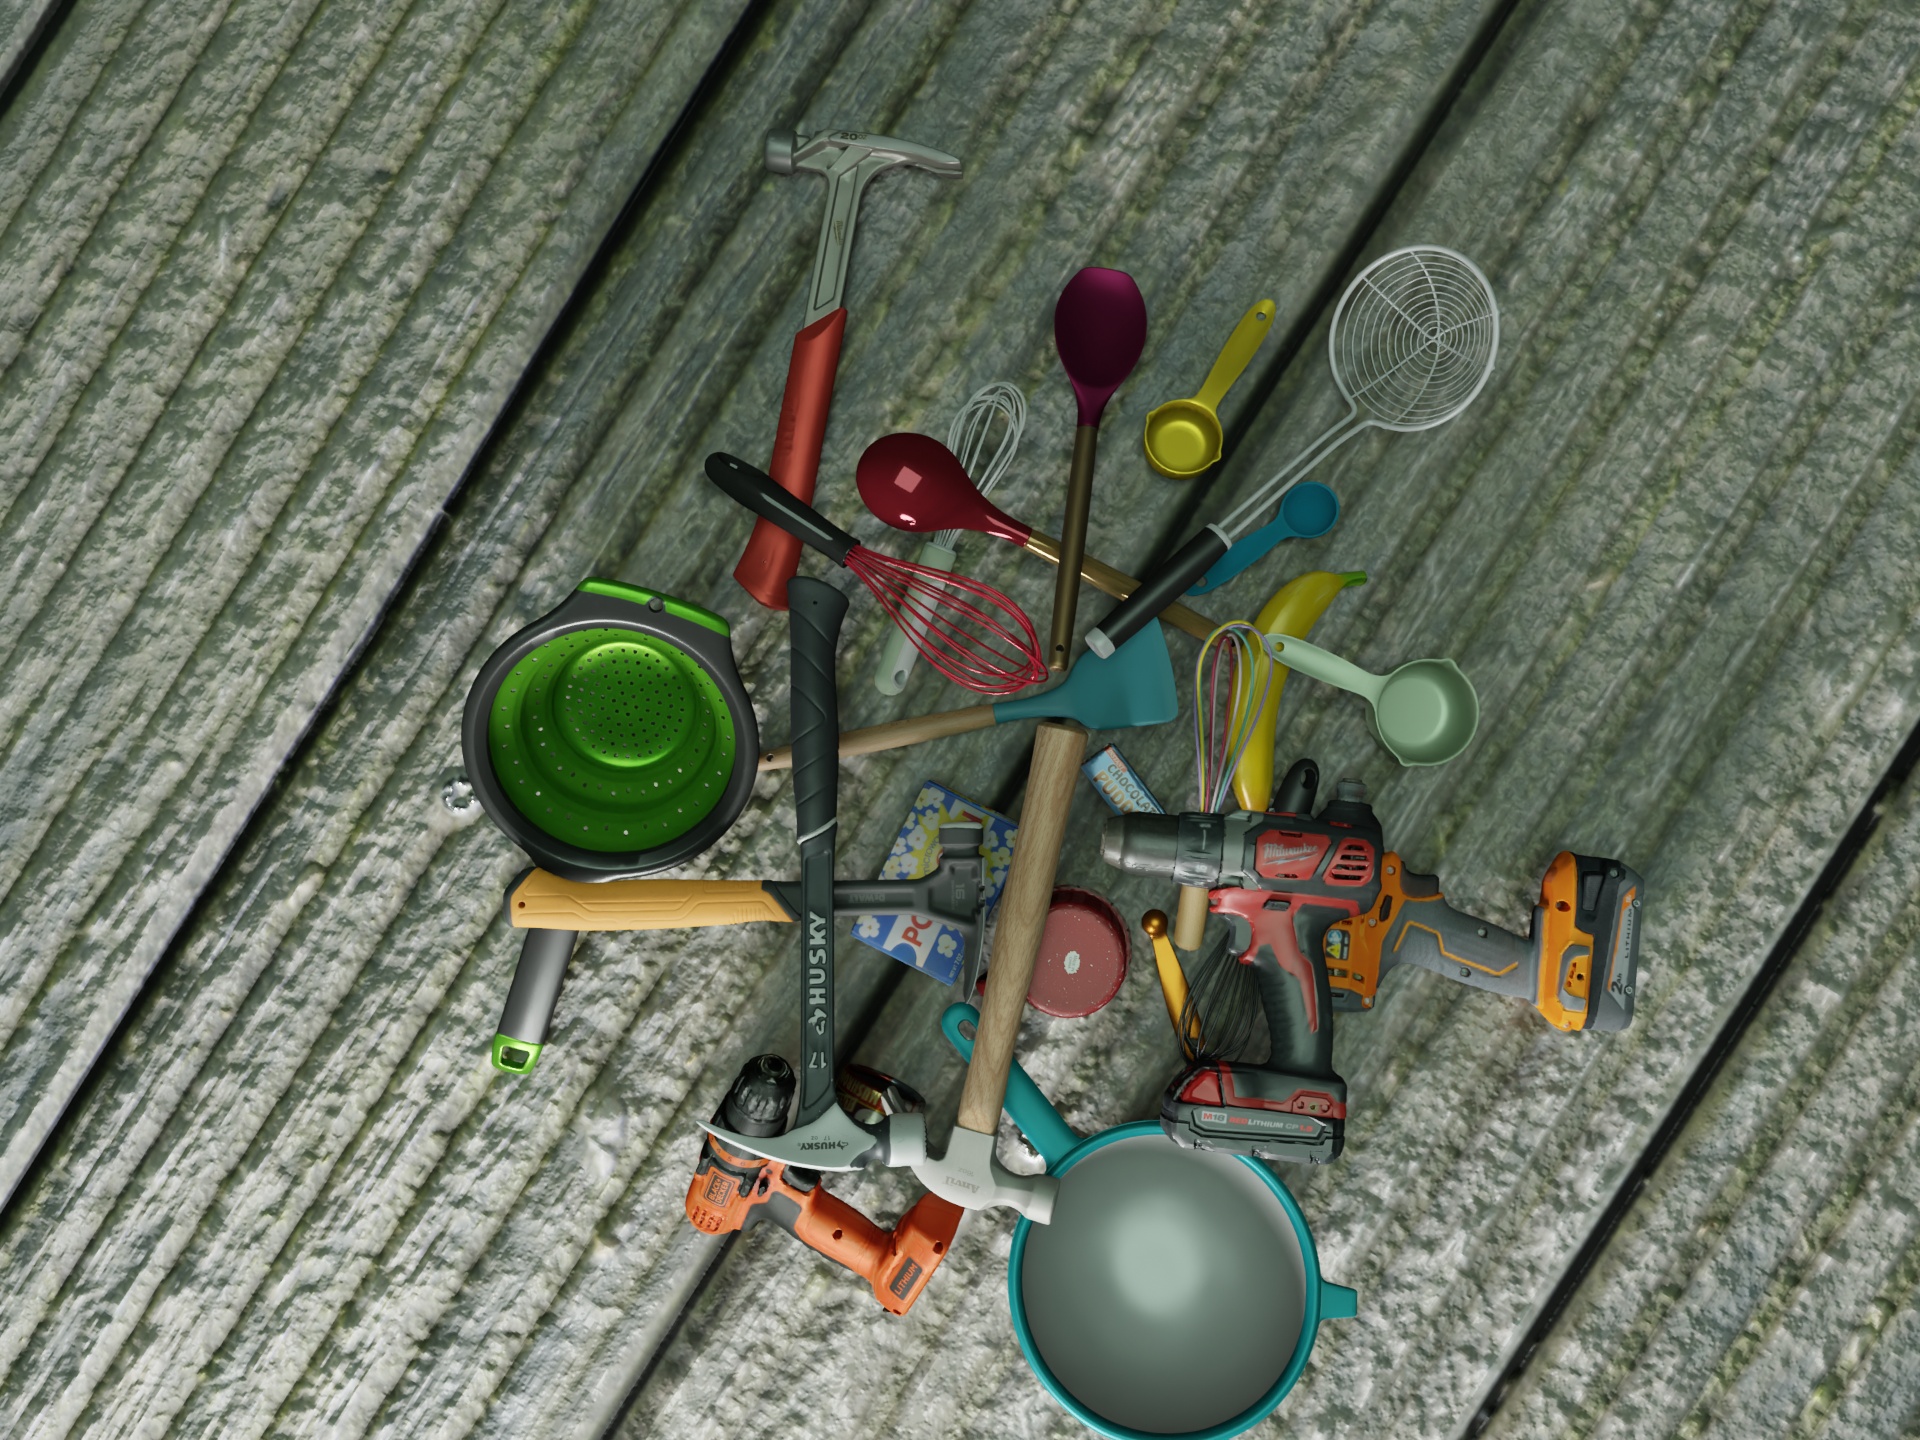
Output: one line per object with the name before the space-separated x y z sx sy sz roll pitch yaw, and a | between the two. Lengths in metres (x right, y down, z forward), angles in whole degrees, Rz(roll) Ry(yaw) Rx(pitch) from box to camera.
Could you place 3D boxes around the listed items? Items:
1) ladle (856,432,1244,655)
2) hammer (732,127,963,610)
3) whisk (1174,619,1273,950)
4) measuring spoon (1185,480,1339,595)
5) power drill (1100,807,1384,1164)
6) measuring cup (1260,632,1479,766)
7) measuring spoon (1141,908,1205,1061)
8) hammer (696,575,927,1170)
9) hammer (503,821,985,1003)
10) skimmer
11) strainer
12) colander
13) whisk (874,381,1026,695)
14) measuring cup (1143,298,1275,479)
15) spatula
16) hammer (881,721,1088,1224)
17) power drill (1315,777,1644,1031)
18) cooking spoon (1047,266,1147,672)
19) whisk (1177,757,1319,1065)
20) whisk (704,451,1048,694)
ladle | 0.070 -0.118 1.144 0.315 0.031 0.069 26 94 -8
hammer | -0.101 -0.259 1.186 0.149 0.036 0.359 10 88 5
whisk | 0.175 0.047 1.126 0.051 0.047 0.245 17 108 34
measuring spoon | 0.220 -0.128 1.168 0.128 0.021 0.042 -33 75 12
power drill | 0.180 0.169 1.064 0.188 0.080 0.227 6 83 5
measuring cup | 0.286 -0.024 1.134 0.167 0.038 0.083 24 90 -4
measuring spoon | 0.157 0.195 1.161 0.021 0.011 0.117 -17 87 4
hammer | -0.103 0.096 1.085 0.149 0.036 0.409 -1 74 -4
hammer | -0.150 0.135 1.119 0.337 0.034 0.127 0 88 -2
skimmer | 0.222 -0.183 1.113 0.363 0.090 0.127 -41 64 -5
strainer | 0.100 0.341 1.127 0.211 0.095 0.340 -38 74 -7
colander | -0.274 0.076 1.169 0.204 0.095 0.397 18 108 -11
whisk | -0.010 -0.133 1.171 0.059 0.057 0.246 25 95 39
measuring cup | 0.188 -0.244 1.173 0.062 0.029 0.156 32 79 5
spatula | -0.002 -0.004 1.165 0.317 0.044 0.082 -12 76 6
hammer | 0.033 0.164 1.080 0.130 0.031 0.331 12 90 11
power drill | 0.350 0.130 1.116 0.226 0.084 0.164 5 88 9
cooking spoon | 0.088 -0.186 1.142 0.068 0.017 0.319 9 73 -1
whisk | 0.212 0.139 1.142 0.055 0.055 0.239 21 84 5
whisk | -0.062 -0.108 1.134 0.296 0.073 0.073 34 91 8
